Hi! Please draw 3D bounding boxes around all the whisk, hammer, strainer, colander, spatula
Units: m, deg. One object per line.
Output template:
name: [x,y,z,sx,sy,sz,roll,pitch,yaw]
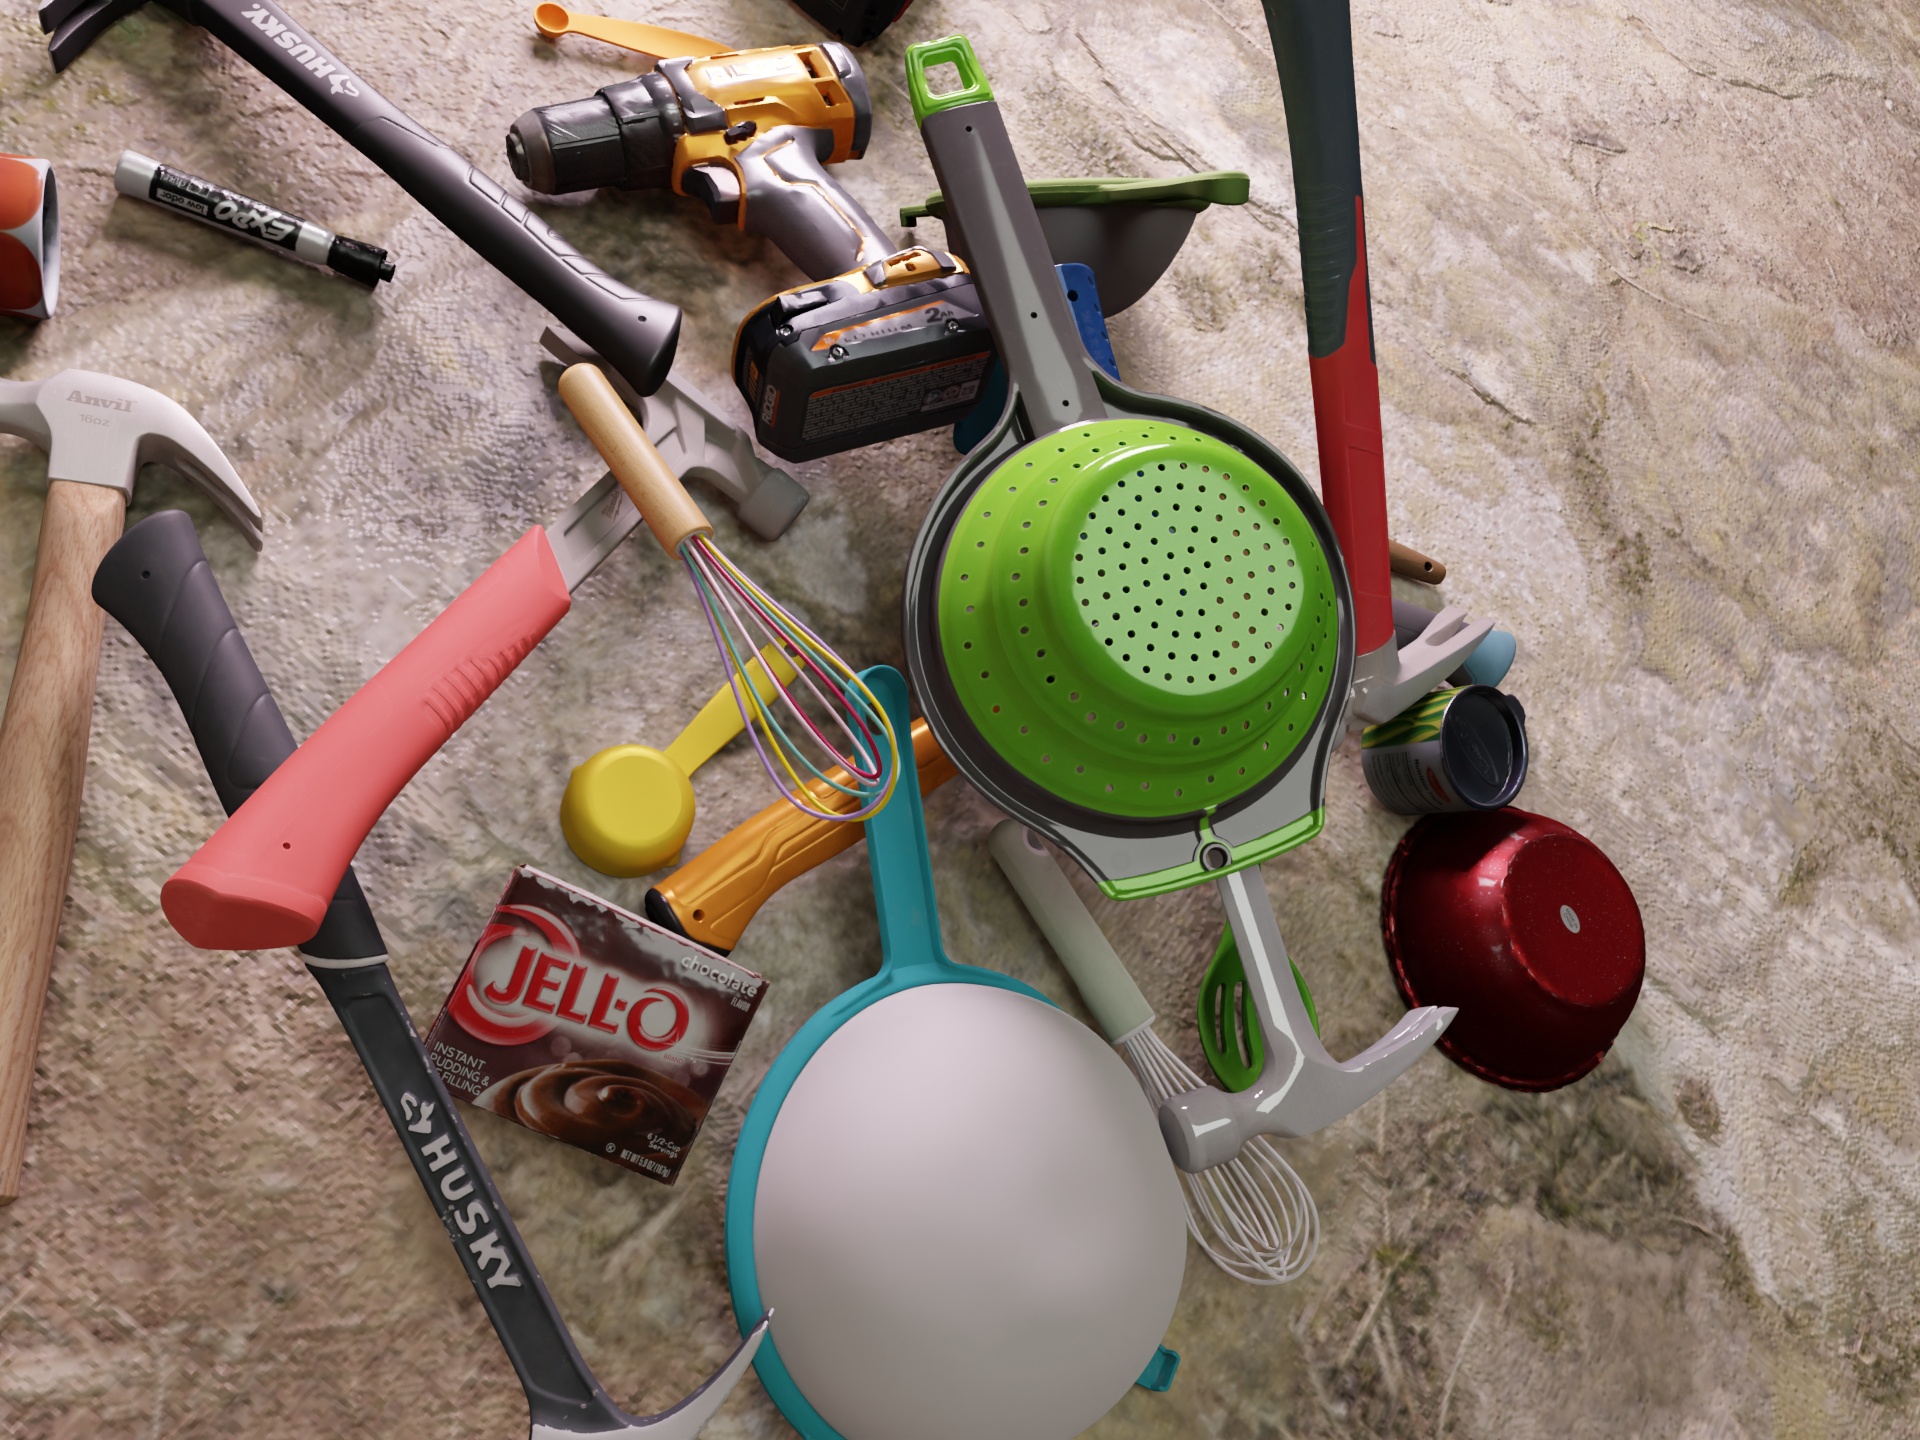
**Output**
whisk: [0.084,0.151,0.739,0.246,0.059,0.058,57,23,10]
hammer: [-0.351,0.014,0.611,0.130,0.031,0.331,6,68,-21]
hammer: [0.159,-0.071,0.849,0.330,0.033,0.128,16,87,-21]
strainer: [0.009,0.137,0.643,0.211,0.095,0.340,-4,81,-35]
hammer: [0.188,-0.172,0.738,0.143,0.038,0.386,-31,125,-26]
hammer: [0.105,-0.015,0.725,0.144,0.035,0.405,-14,83,-18]
strainer: [0.075,-0.234,0.795,0.151,0.256,0.069,-6,106,-18]
hammer: [-0.001,-0.002,0.737,0.337,0.034,0.127,-33,105,-22]
hammer: [-0.192,-0.048,0.640,0.149,0.036,0.359,37,42,-7]
hammer: [-0.260,-0.260,0.728,0.335,0.035,0.146,40,59,6]
whisk: [-0.098,-0.060,0.665,0.051,0.047,0.245,-25,70,-33]
colander: [0.055,-0.126,0.665,0.204,0.094,0.397,-17,83,-10]
hammer: [-0.215,0.103,0.591,0.149,0.036,0.409,-28,84,-4]
spatula: [0.141,-0.131,0.872,0.317,0.044,0.082,18,84,-18]

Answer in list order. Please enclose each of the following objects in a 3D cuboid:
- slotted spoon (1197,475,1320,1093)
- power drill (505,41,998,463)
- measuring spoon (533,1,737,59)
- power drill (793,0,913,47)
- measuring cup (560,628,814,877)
slotted spoon: [0.138,0.030,0.771,0.070,0.031,0.314,-1,88,-27]
power drill: [-0.102,-0.237,0.779,0.185,0.084,0.226,-19,66,-23]
measuring spoon: [-0.170,-0.361,0.851,0.116,0.011,0.021,3,69,-26]
power drill: [-0.041,-0.504,0.925,0.143,0.078,0.220,37,58,-6]
measuring cup: [-0.114,0.005,0.716,0.062,0.029,0.156,43,62,-3]
